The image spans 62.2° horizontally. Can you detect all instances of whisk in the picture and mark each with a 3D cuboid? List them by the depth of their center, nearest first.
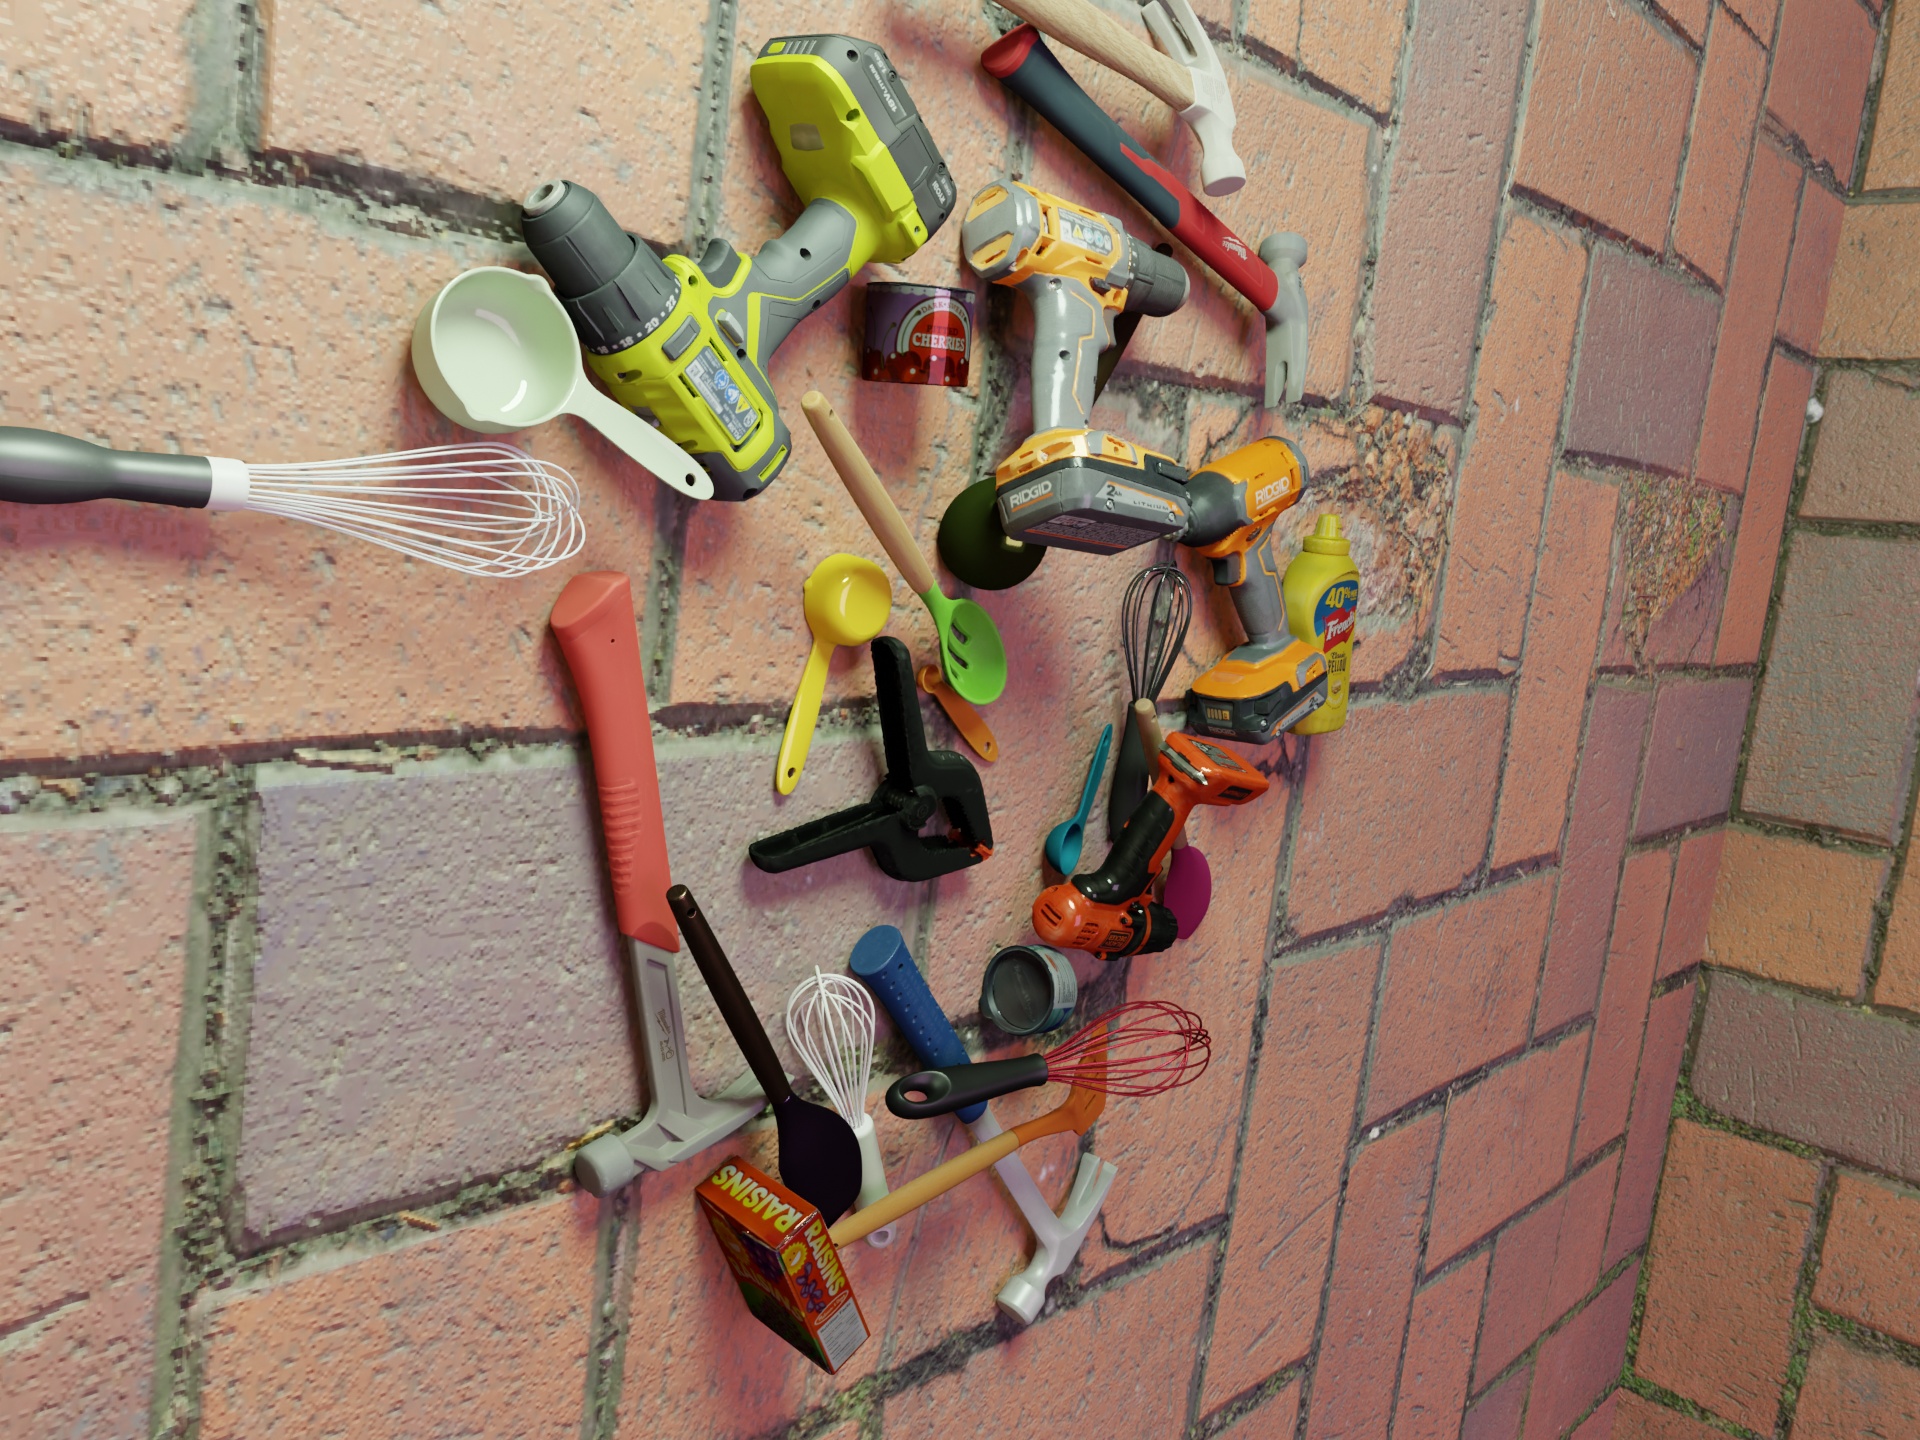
[{"bbox_3d":[-0.293,-0.100,0.703,0.284,0.070,0.070,-1,101,-45],"label":"whisk"},{"bbox_3d":[-0.073,0.267,1.073,0.058,0.059,0.246,-13,120,-7],"label":"whisk"},{"bbox_3d":[0.071,0.248,1.143,0.295,0.073,0.073,-2,103,-36],"label":"whisk"},{"bbox_3d":[0.141,-0.009,1.232,0.055,0.055,0.239,-15,119,-46],"label":"whisk"}]

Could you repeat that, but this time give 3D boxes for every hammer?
[{"bbox_3d":[-0.174,0.089,0.908,0.149,0.037,0.359,-24,118,-43],"label":"hammer"},{"bbox_3d":[0.083,-0.441,1.014,0.331,0.031,0.130,1,76,-52],"label":"hammer"},{"bbox_3d":[0.145,-0.357,1.128,0.386,0.038,0.143,21,68,-48],"label":"hammer"},{"bbox_3d":[0.017,0.292,1.187,0.144,0.035,0.405,-50,133,-28],"label":"hammer"}]

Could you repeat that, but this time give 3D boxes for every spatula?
[{"bbox_3d":[-0.116,0.210,0.968,0.060,0.018,0.315,-43,134,-27],"label":"spatula"},{"bbox_3d":[0.014,0.309,1.145,0.322,0.041,0.081,-17,113,-41],"label":"spatula"}]

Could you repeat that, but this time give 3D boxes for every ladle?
[{"bbox_3d":[0.077,-0.222,1.115,0.078,0.062,0.320,48,57,-35],"label":"ladle"}]

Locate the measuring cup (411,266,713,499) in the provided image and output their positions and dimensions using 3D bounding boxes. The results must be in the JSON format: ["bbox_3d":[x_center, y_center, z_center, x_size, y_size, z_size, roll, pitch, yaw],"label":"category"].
[{"bbox_3d":[-0.195,-0.155,0.789,0.167,0.038,0.083,34,64,-37],"label":"measuring cup"}]

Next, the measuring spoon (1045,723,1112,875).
[{"bbox_3d":[0.090,0.058,1.225,0.129,0.021,0.042,-69,152,-22],"label":"measuring spoon"}]

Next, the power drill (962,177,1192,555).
[{"bbox_3d":[0.092,-0.228,1.045,0.185,0.084,0.226,3,76,-43],"label":"power drill"}]

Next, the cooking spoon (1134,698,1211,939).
[{"bbox_3d":[0.172,0.084,1.284,0.069,0.017,0.318,-52,145,-23],"label":"cooking spoon"}]

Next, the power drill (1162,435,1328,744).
[{"bbox_3d":[0.223,-0.100,1.284,0.164,0.084,0.226,-29,117,-40],"label":"power drill"}]

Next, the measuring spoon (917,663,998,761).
[{"bbox_3d":[-0.002,-0.004,1.104,0.116,0.011,0.021,50,58,-48],"label":"measuring spoon"}]

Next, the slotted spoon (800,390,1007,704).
[{"bbox_3d":[-0.031,-0.100,0.979,0.313,0.031,0.070,56,41,-56],"label":"slotted spoon"}]

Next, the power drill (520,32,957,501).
[{"bbox_3d":[-0.115,-0.257,0.847,0.228,0.080,0.190,-55,137,-19],"label":"power drill"}]

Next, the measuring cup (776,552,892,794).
[{"bbox_3d":[-0.081,-0.027,0.986,0.062,0.029,0.156,21,83,-50],"label":"measuring cup"}]
